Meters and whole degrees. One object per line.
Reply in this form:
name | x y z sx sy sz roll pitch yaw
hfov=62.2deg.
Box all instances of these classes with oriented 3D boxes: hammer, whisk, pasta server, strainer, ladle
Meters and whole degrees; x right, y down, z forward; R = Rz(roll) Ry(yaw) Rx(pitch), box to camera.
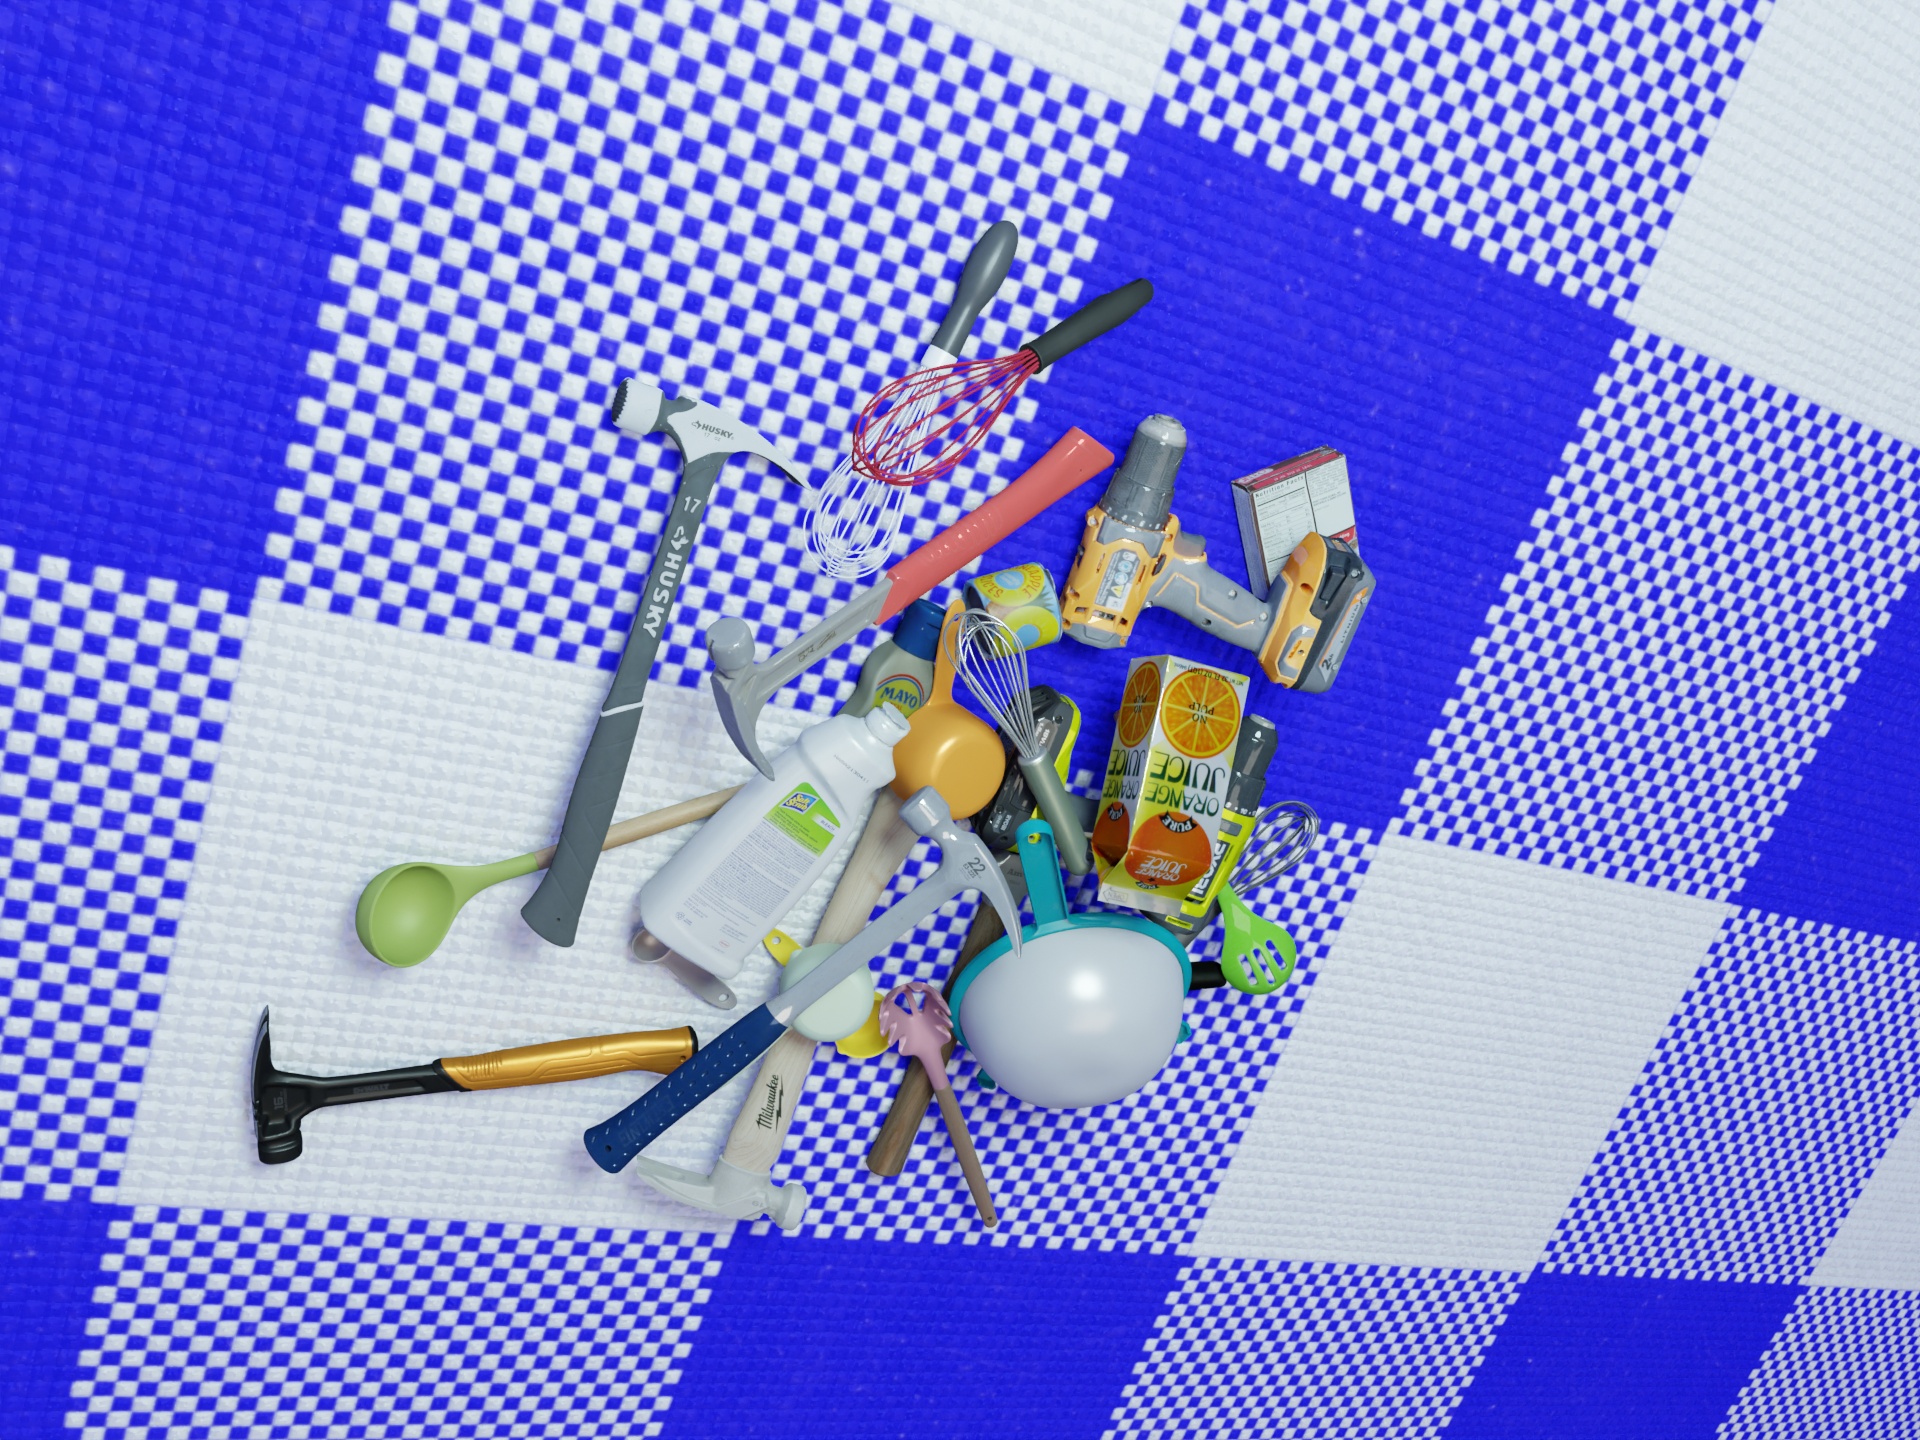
hammer | -0.373 0.268 1.248 0.336 0.034 0.127 -3 115 -21
hammer | -0.027 -0.103 1.164 0.359 0.037 0.149 -37 146 -21
hammer | -0.007 0.259 1.394 0.130 0.031 0.331 14 108 -26
hammer | -0.128 0.221 1.305 0.146 0.038 0.410 21 98 -15
whisk | 0.229 0.161 1.437 0.239 0.055 0.055 -45 122 8
whisk | 0.051 0.020 1.211 0.059 0.058 0.246 -11 119 27
whisk | 0.035 -0.246 1.121 0.296 0.073 0.073 -37 124 -27
pasta server | -0.009 0.342 1.392 0.060 0.040 0.316 -17 121 -1
whisk | -0.031 -0.229 1.145 0.070 0.070 0.284 24 99 -29
strainer | 0.089 0.218 1.279 0.211 0.095 0.340 -14 136 1
ladle | -0.290 0.103 1.193 0.320 0.062 0.078 -18 120 -17
hammer | -0.232 -0.027 1.141 0.149 0.036 0.409 15 100 -29
hammer | -0.130 0.226 1.230 0.405 0.035 0.144 -39 97 12

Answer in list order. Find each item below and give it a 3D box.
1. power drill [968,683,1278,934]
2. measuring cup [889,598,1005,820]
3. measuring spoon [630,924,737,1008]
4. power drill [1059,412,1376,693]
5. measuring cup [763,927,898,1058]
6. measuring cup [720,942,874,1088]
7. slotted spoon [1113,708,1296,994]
power drill | 0.139 0.057 1.305 0.228 0.080 0.190 20 102 -17
measuring cup | -0.002 -0.004 1.218 0.095 0.052 0.173 -7 117 -34
measuring spoon | -0.223 0.200 1.292 0.034 0.018 0.124 -43 129 -1
power drill | 0.205 -0.128 1.246 0.226 0.084 0.185 15 113 -9
measuring cup | -0.114 0.223 1.343 0.062 0.029 0.156 -42 110 0
measuring cup | -0.141 0.248 1.270 0.167 0.038 0.083 -40 106 -2
slotted spoon | 0.210 0.120 1.385 0.070 0.031 0.313 -30 108 3
